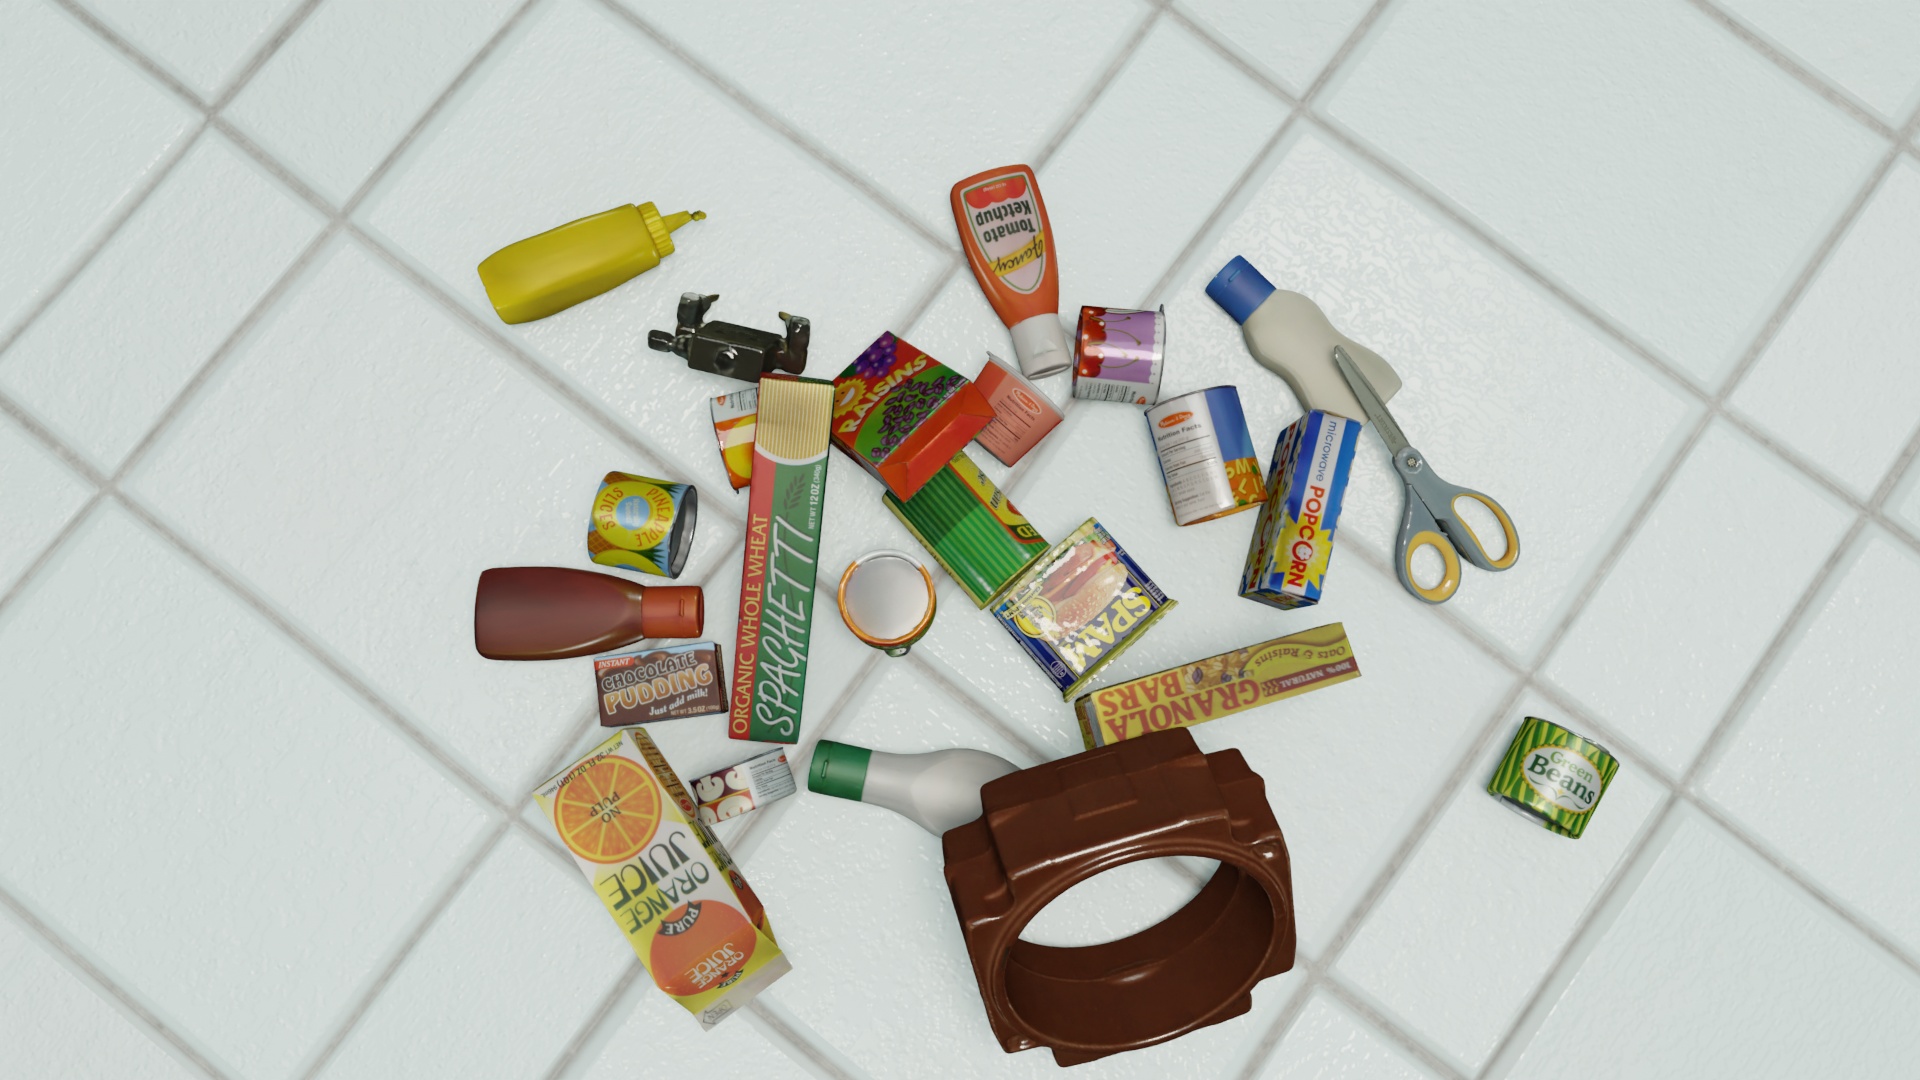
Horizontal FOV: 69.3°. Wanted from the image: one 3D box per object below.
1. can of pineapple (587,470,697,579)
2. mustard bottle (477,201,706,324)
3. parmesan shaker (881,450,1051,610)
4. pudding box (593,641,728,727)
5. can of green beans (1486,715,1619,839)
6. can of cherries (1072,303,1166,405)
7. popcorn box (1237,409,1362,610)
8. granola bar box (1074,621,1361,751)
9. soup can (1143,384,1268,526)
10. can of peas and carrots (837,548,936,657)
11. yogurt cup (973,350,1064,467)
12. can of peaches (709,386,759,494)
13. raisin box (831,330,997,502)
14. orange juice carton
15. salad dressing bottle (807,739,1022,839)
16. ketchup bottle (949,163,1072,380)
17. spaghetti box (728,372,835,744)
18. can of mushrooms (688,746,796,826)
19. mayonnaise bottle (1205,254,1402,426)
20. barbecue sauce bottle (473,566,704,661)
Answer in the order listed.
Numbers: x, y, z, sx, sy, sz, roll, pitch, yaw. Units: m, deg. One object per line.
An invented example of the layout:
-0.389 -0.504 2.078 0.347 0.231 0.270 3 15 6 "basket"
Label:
-0.216 -0.011 0.945 0.058 0.071 0.071 11 82 1 "can of pineapple"
-0.255 -0.202 0.977 0.160 0.065 0.049 -25 89 -10 "mustard bottle"
0.003 -0.012 0.948 0.071 0.071 0.103 -42 85 -6 "parmesan shaker"
-0.204 0.099 0.950 0.084 0.030 0.049 -7 82 -2 "pudding box"
0.398 0.160 0.935 0.071 0.071 0.058 31 83 3 "can of green beans"
0.110 -0.132 0.970 0.058 0.071 0.071 5 82 1 "can of cherries"
0.230 -0.019 0.946 0.038 0.085 0.127 15 83 -1 "popcorn box"
0.162 0.097 0.910 0.166 0.124 0.039 -16 82 -3 "granola bar box"
0.172 -0.058 0.963 0.071 0.071 0.084 -15 84 -3 "soup can"
-0.049 0.043 0.946 0.071 0.058 0.071 0 82 0 "can of peas and carrots"
0.031 -0.087 0.965 0.072 0.072 0.054 40 92 4 "yogurt cup"
-0.136 -0.071 0.959 0.058 0.071 0.071 -15 83 -3 "can of peaches"
-0.043 -0.086 0.937 0.086 0.123 0.040 -44 127 -6 "raisin box"
-0.192 0.221 0.912 0.072 0.073 0.193 -35 85 -5 "orange juice carton"
-0.027 0.166 0.938 0.148 0.044 0.064 12 84 2 "salad dressing bottle"
0.041 -0.189 0.988 0.065 0.043 0.149 -16 83 -2 "ketchup bottle"
-0.120 0.015 0.926 0.050 0.029 0.249 6 100 -7 "spaghetti box"
-0.146 0.164 0.926 0.071 0.071 0.033 -20 85 -4 "can of mushrooms"
0.239 -0.140 0.987 0.065 0.041 0.148 -45 84 0 "mayonnaise bottle"
-0.252 0.050 0.950 0.149 0.043 0.065 -1 77 -2 "barbecue sauce bottle"
